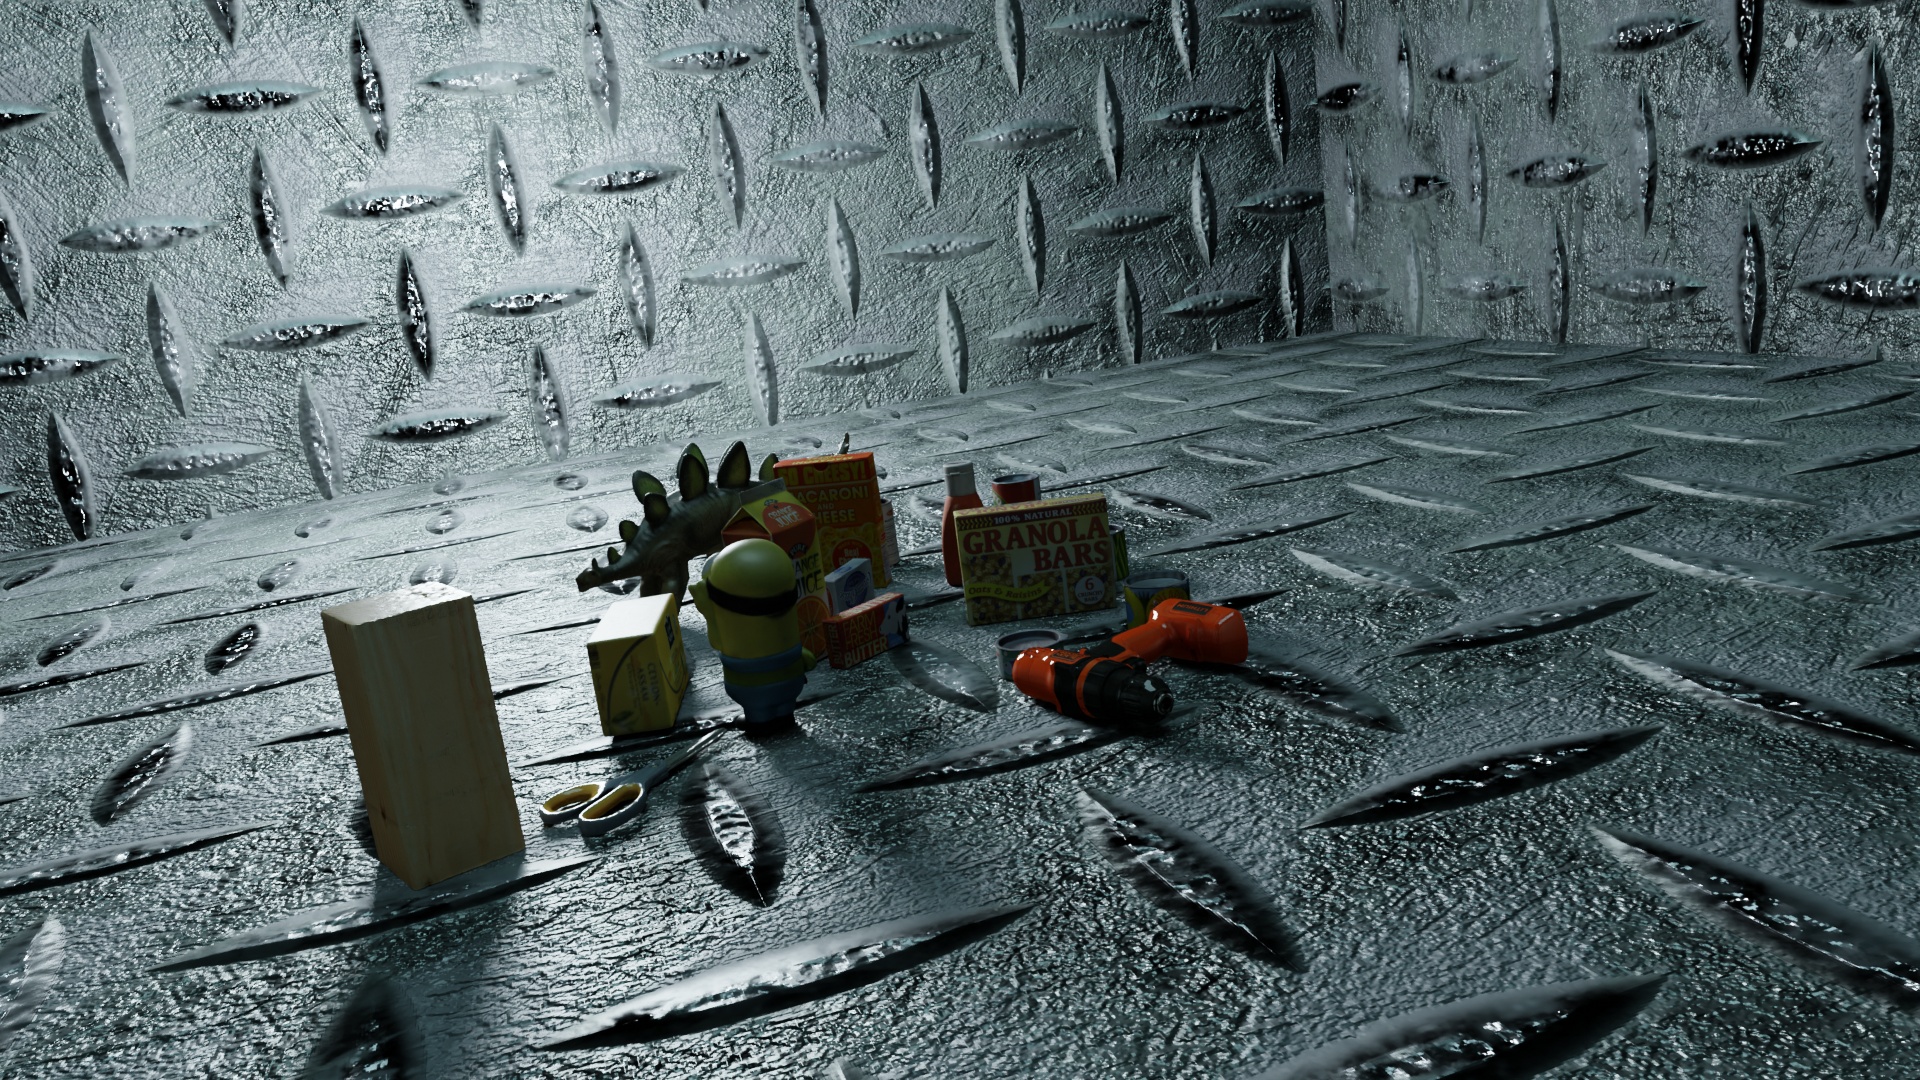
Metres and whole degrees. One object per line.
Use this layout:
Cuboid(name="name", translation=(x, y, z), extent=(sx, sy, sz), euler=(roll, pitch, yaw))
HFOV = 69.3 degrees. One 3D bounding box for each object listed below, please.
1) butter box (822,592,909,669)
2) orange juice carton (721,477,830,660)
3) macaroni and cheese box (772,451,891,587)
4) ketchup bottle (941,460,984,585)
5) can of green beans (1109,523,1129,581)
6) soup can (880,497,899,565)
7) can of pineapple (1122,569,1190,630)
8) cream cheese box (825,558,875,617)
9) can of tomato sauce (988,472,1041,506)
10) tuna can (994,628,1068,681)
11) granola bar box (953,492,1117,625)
Cuboid(name="butter box", translation=(-0.097, 0.094, 1.451), extent=(0.024, 0.053, 0.104), euler=(3, 17, 41))
Cuboid(name="orange juice carton", translation=(-0.192, 0.035, 1.445), extent=(0.073, 0.192, 0.072), euler=(1, 15, 35))
Cuboid(name="macaroni and cheese box", translation=(-0.159, -0.021, 1.729), extent=(0.124, 0.166, 0.040), euler=(-5, 12, 9))
Cuboid(name="ketchup bottle", translation=(0.006, -0.021, 1.678), extent=(0.065, 0.148, 0.044), euler=(-4, 13, 14))
Cuboid(name="can of green beans", translation=(0.163, 0.015, 1.635), extent=(0.071, 0.057, 0.071), euler=(-7, 13, 2))
Cuboid(name="soup can", translation=(-0.121, -0.009, 1.844), extent=(0.071, 0.083, 0.071), euler=(-7, 12, 2))
Cuboid(name="can of pineapple", translation=(0.199, 0.066, 1.395), extent=(0.071, 0.057, 0.071), euler=(-7, 13, 2))
Cuboid(name="cream cheese box", translation=(-0.132, 0.059, 1.620), extent=(0.024, 0.053, 0.104), euler=(-3, 14, 21))
Cuboid(name="can of tomato sauce", translation=(0.077, -0.045, 1.890), extent=(0.071, 0.083, 0.071), euler=(-7, 12, 2))
Cuboid(name="tuna can", translation=(0.070, 0.110, 1.332), extent=(0.071, 0.032, 0.071), euler=(-7, 13, 2))
Cuboid(name="granola bar box", translation=(0.082, 0.020, 1.511), extent=(0.166, 0.124, 0.039), euler=(-7, 12, 0))
